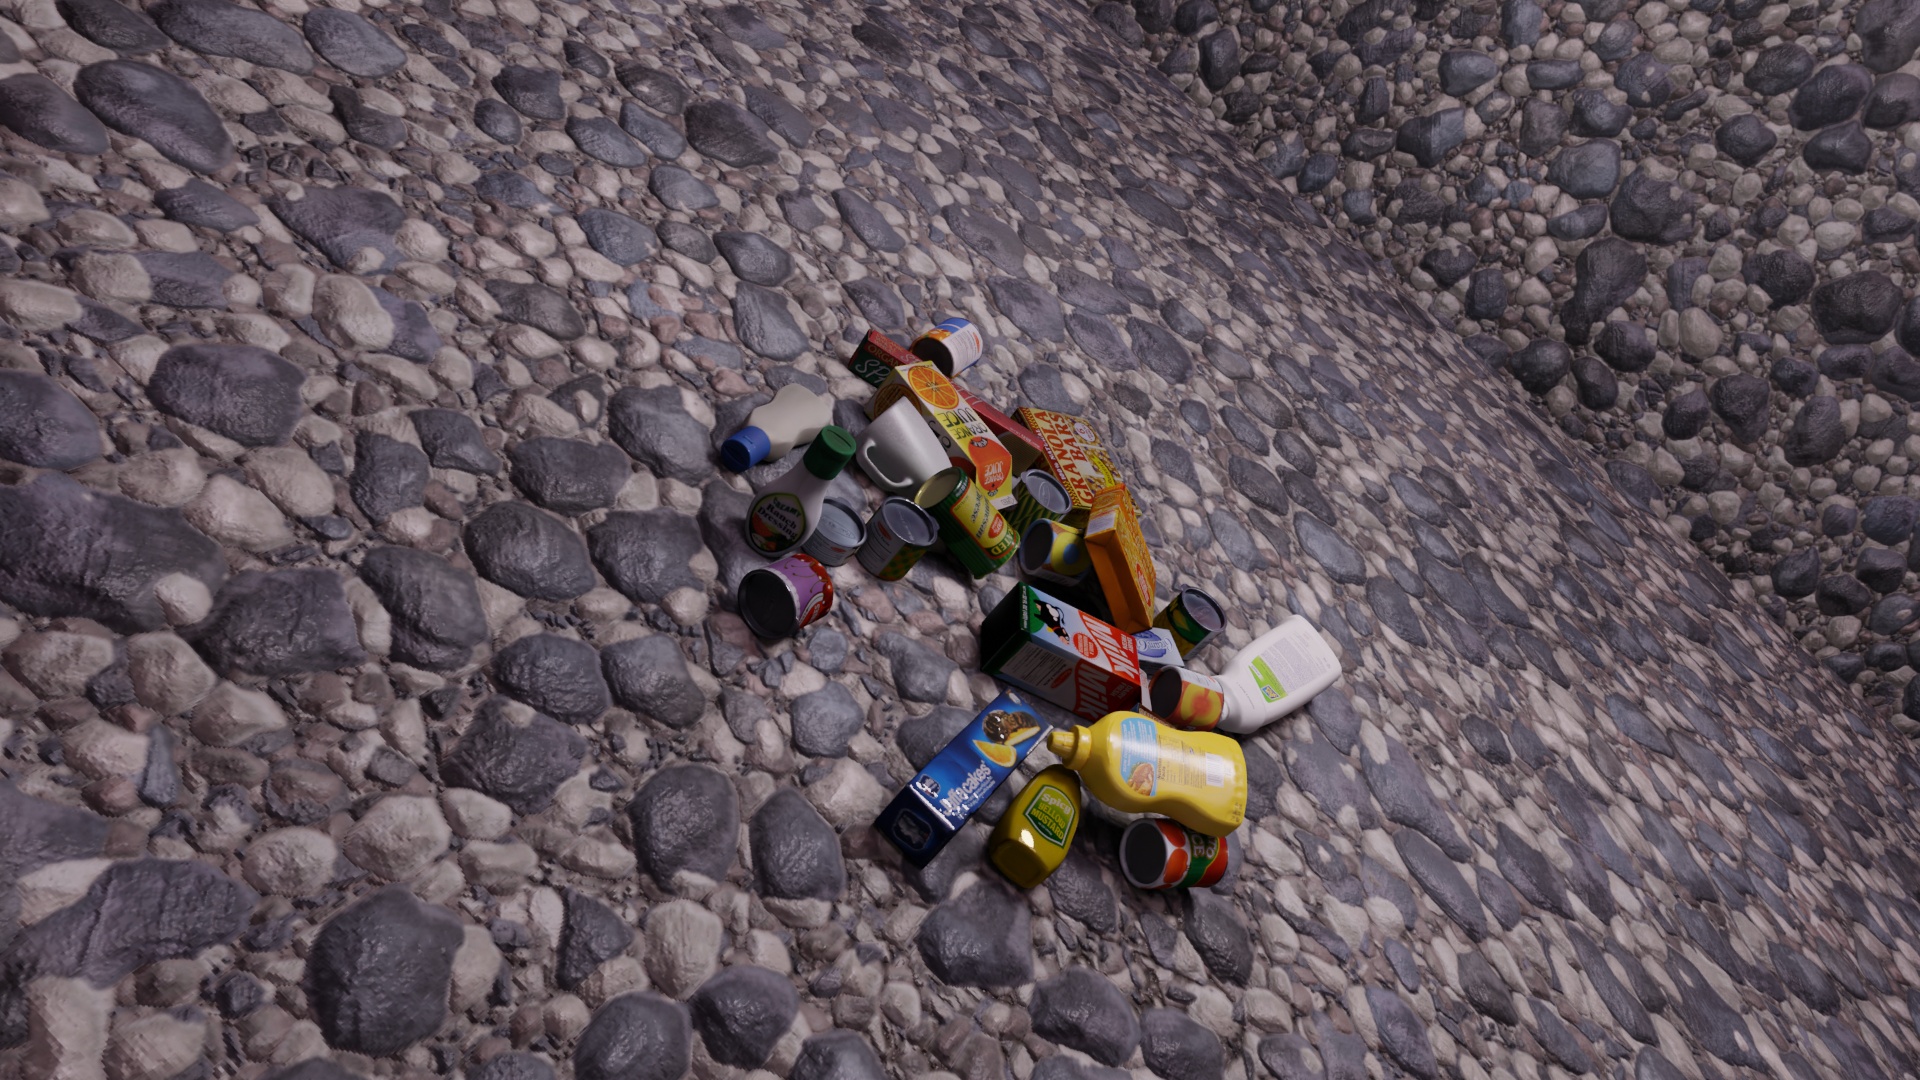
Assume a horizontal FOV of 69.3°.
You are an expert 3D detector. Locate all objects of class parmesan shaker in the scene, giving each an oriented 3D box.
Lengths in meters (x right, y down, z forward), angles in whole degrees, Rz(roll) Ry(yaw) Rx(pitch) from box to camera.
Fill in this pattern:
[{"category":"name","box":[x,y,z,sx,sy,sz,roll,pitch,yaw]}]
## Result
[{"category":"parmesan shaker","box":[0.005,-0.018,1.461,0.103,0.071,0.072,48,28,-27]}]

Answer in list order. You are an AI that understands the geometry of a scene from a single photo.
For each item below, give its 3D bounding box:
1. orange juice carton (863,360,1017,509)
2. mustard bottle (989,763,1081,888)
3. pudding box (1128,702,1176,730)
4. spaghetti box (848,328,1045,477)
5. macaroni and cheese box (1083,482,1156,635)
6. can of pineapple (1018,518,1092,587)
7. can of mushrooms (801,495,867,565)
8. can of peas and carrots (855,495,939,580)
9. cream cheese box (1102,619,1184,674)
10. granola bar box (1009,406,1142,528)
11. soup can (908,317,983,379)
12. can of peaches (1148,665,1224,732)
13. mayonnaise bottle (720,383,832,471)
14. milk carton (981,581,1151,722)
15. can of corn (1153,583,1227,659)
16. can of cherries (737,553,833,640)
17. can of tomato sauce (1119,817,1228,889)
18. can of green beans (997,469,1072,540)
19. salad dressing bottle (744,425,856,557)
[{"category":"orange juice carton","box":[-0.015,-0.107,1.565,0.193,0.072,0.072,51,35,15]},{"category":"mustard bottle","box":[0.078,0.247,1.271,0.065,0.048,0.161,41,34,-2]},{"category":"pudding box","box":[0.170,0.204,1.378,0.049,0.083,0.030,35,36,-11]},{"category":"spaghetti box","box":[-0.016,-0.161,1.646,0.250,0.050,0.029,32,33,-12]},{"category":"macaroni and cheese box","box":[0.181,0.019,1.562,0.167,0.040,0.123,-65,135,-69]},{"category":"can of pineapple","box":[0.107,0.012,1.551,0.058,0.070,0.071,17,40,-30]},{"category":"can of mushrooms","box":[-0.128,-0.011,1.380,0.071,0.033,0.071,25,37,-20]},{"category":"can of peas and carrots","box":[-0.065,-0.002,1.409,0.071,0.058,0.071,26,36,-21]},{"category":"cream cheese box","box":[0.200,0.122,1.554,0.104,0.024,0.053,11,45,-36]},{"category":"granola bar box","box":[0.139,-0.088,1.722,0.124,0.039,0.166,5,47,-40]},{"category":"soup can","box":[-0.021,-0.232,1.712,0.071,0.071,0.084,43,35,3]},{"category":"can of peaches","box":[0.240,0.175,1.498,0.058,0.071,0.071,21,38,-27]},{"category":"mayonnaise bottle","box":[-0.192,-0.113,1.430,0.065,0.041,0.149,41,35,3]},{"category":"milk carton","box":[0.119,0.124,1.429,0.190,0.073,0.073,27,36,-20]},{"category":"can of corn","box":[0.264,0.095,1.617,0.071,0.058,0.071,26,37,-21]},{"category":"can of cherries","box":[-0.156,0.052,1.253,0.071,0.071,0.058,48,33,11]},{"category":"can of tomato sauce","box":[0.203,0.295,1.318,0.083,0.071,0.071,9,45,-37]},{"category":"can of green beans","box":[0.085,-0.039,1.596,0.071,0.057,0.071,26,37,-21]},{"category":"salad dressing bottle","box":[-0.149,-0.046,1.298,0.064,0.147,0.044,38,34,-4]}]
